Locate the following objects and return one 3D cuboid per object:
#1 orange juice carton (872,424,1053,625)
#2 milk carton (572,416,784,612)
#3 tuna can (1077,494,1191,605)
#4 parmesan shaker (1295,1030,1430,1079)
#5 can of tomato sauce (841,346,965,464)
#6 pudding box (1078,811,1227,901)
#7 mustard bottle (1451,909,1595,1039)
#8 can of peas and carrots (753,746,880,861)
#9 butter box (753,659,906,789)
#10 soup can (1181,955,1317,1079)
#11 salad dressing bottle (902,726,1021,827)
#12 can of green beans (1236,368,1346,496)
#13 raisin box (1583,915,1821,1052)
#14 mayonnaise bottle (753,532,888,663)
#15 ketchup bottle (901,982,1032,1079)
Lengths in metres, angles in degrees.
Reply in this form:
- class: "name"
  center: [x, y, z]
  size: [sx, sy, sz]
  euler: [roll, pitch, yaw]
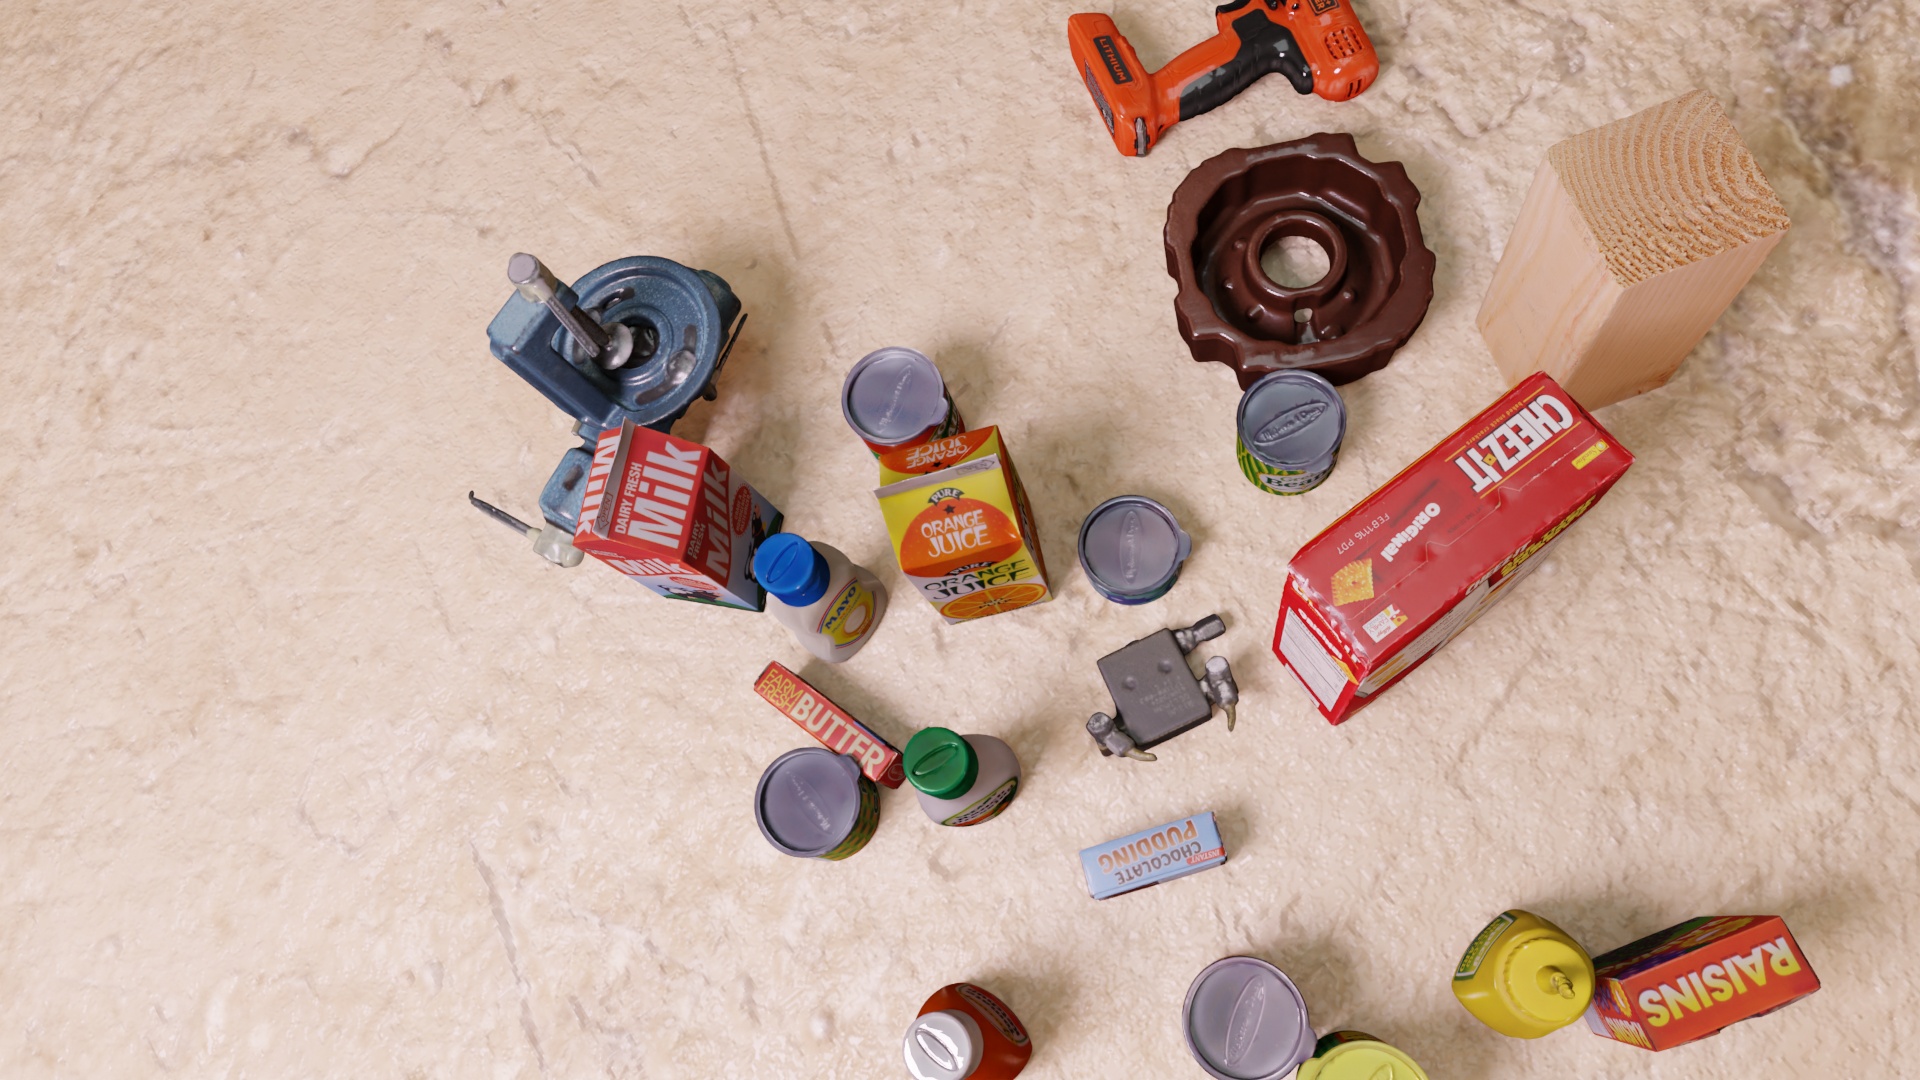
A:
- class: "orange juice carton"
  center: [0.003, -0.010, 0.825]
  size: [0.072, 0.192, 0.073]
  euler: [-14, 72, 6]
- class: "milk carton"
  center: [-0.177, -0.012, 0.860]
  size: [0.073, 0.190, 0.072]
  euler: [8, 76, 13]
- class: "tuna can"
  center: [0.112, 0.007, 0.884]
  size: [0.071, 0.032, 0.071]
  euler: [-3, 73, 10]
- class: "parmesan shaker"
  center: [0.212, 0.297, 0.743]
  size: [0.071, 0.103, 0.071]
  euler: [-3, 74, 10]
- class: "can of tomato sauce"
  center: [-0.034, -0.080, 0.910]
  size: [0.071, 0.083, 0.071]
  euler: [-3, 74, 10]
- class: "pudding box"
  center: [0.114, 0.188, 0.821]
  size: [0.084, 0.049, 0.030]
  euler: [-18, 72, 5]
- class: "mustard bottle"
  center: [0.295, 0.224, 0.719]
  size: [0.049, 0.160, 0.065]
  euler: [37, 84, 18]
- class: "can of peas and carrots"
  center: [-0.086, 0.163, 0.860]
  size: [0.071, 0.058, 0.071]
  euler: [-3, 74, 10]
- class: "butter box"
  center: [-0.080, 0.117, 0.876]
  size: [0.103, 0.053, 0.024]
  euler: [34, 83, 18]
- class: "soup can"
  center: [0.160, 0.266, 0.771]
  size: [0.071, 0.083, 0.071]
  euler: [-3, 74, 10]
- class: "salad dressing bottle"
  center: [-0.001, 0.136, 0.806]
  size: [0.064, 0.147, 0.044]
  euler: [-31, 71, 1]
- class: "can of green beans"
  center: [0.207, -0.067, 0.875]
  size: [0.071, 0.057, 0.071]
  euler: [-3, 74, 10]
- class: "raisin box"
  center: [0.375, 0.229, 0.722]
  size: [0.086, 0.123, 0.040]
  euler: [-23, 71, 3]
- class: "mayonnaise bottle"
  center: [-0.087, 0.033, 0.852]
  size: [0.041, 0.148, 0.065]
  euler: [32, 82, 17]
- class: "ketchup bottle"
  center: [0.001, 0.275, 0.764]
  size: [0.065, 0.148, 0.043]
  euler: [38, 84, 18]
